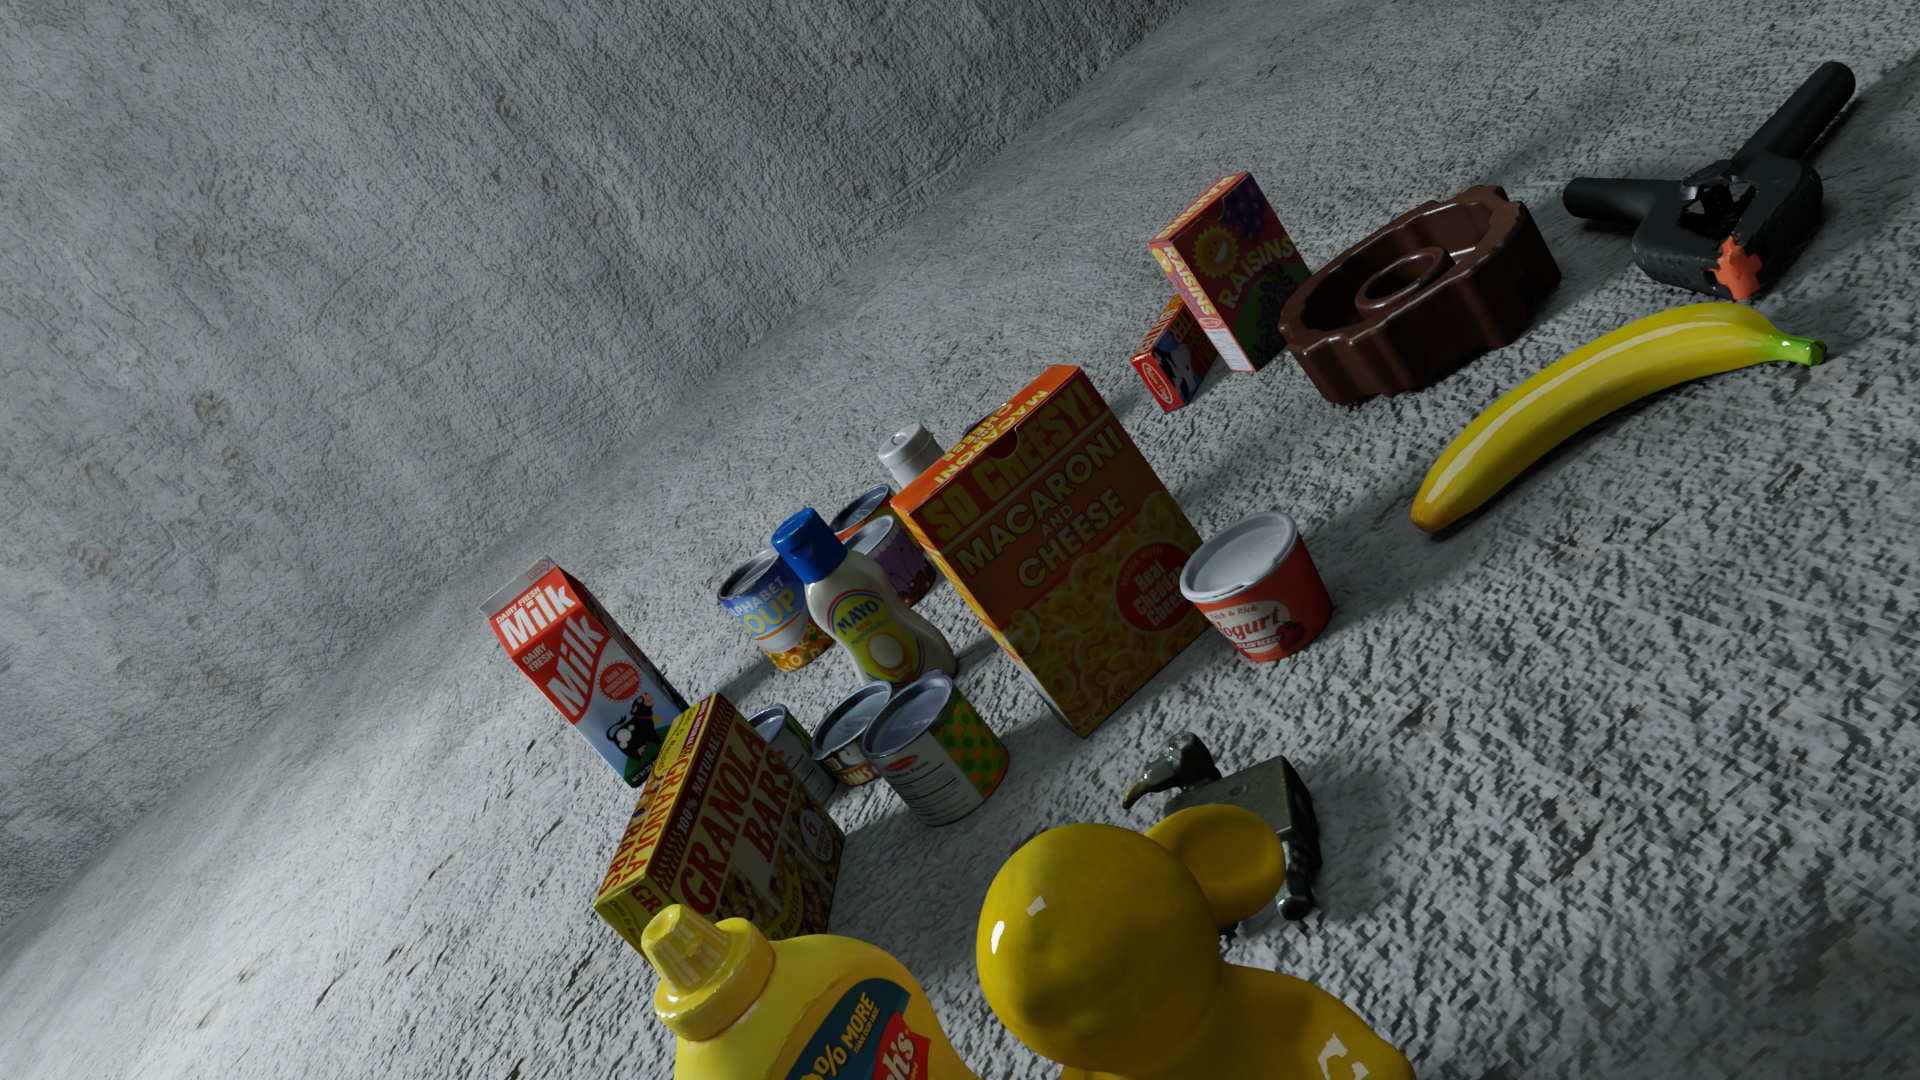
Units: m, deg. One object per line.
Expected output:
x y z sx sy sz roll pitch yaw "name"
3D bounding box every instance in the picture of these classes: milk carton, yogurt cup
-0.303 0.103 1.136 0.072 0.190 0.073 -39 19 -5 "milk carton"
0.156 0.026 0.721 0.072 0.054 0.073 -33 20 13 "yogurt cup"

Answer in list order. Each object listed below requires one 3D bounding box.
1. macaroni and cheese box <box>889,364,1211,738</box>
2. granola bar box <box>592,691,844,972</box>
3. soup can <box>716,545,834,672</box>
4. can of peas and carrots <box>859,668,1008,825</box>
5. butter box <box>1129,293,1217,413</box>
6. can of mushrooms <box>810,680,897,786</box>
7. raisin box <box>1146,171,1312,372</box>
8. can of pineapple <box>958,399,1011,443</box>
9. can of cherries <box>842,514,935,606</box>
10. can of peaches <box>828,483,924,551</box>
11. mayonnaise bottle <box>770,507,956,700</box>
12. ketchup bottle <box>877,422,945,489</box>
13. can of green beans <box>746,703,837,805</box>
0.060 0.006 0.763 0.124 0.166 0.040 -41 19 -9 "macaroni and cheese box"
-0.123 0.177 0.758 0.039 0.124 0.166 -32 20 17 "granola bar box"
-0.147 0.057 1.131 0.071 0.083 0.071 -33 20 13 "soup can"
-0.014 0.119 0.798 0.071 0.058 0.071 -33 20 13 "can of peas and carrots"
0.173 -0.151 1.095 0.024 0.053 0.104 -19 26 43 "butter box"
-0.064 0.127 0.903 0.071 0.033 0.071 -33 20 13 "can of mushrooms"
0.208 -0.199 1.037 0.086 0.123 0.040 -42 19 -11 "raisin box"
0.040 -0.075 1.145 0.071 0.057 0.071 -33 20 13 "can of pineapple"
-0.063 0.024 1.099 0.071 0.058 0.072 -33 20 13 "can of cherries"
-0.071 -0.004 1.177 0.071 0.058 0.071 -33 20 13 "can of peaches"
-0.067 0.045 0.923 0.064 0.148 0.041 -35 19 9 "mayonnaise bottle"
0.003 -0.012 0.928 0.043 0.148 0.065 -40 19 -6 "ketchup bottle"
-0.122 0.151 0.914 0.071 0.057 0.071 -33 20 13 "can of green beans"
